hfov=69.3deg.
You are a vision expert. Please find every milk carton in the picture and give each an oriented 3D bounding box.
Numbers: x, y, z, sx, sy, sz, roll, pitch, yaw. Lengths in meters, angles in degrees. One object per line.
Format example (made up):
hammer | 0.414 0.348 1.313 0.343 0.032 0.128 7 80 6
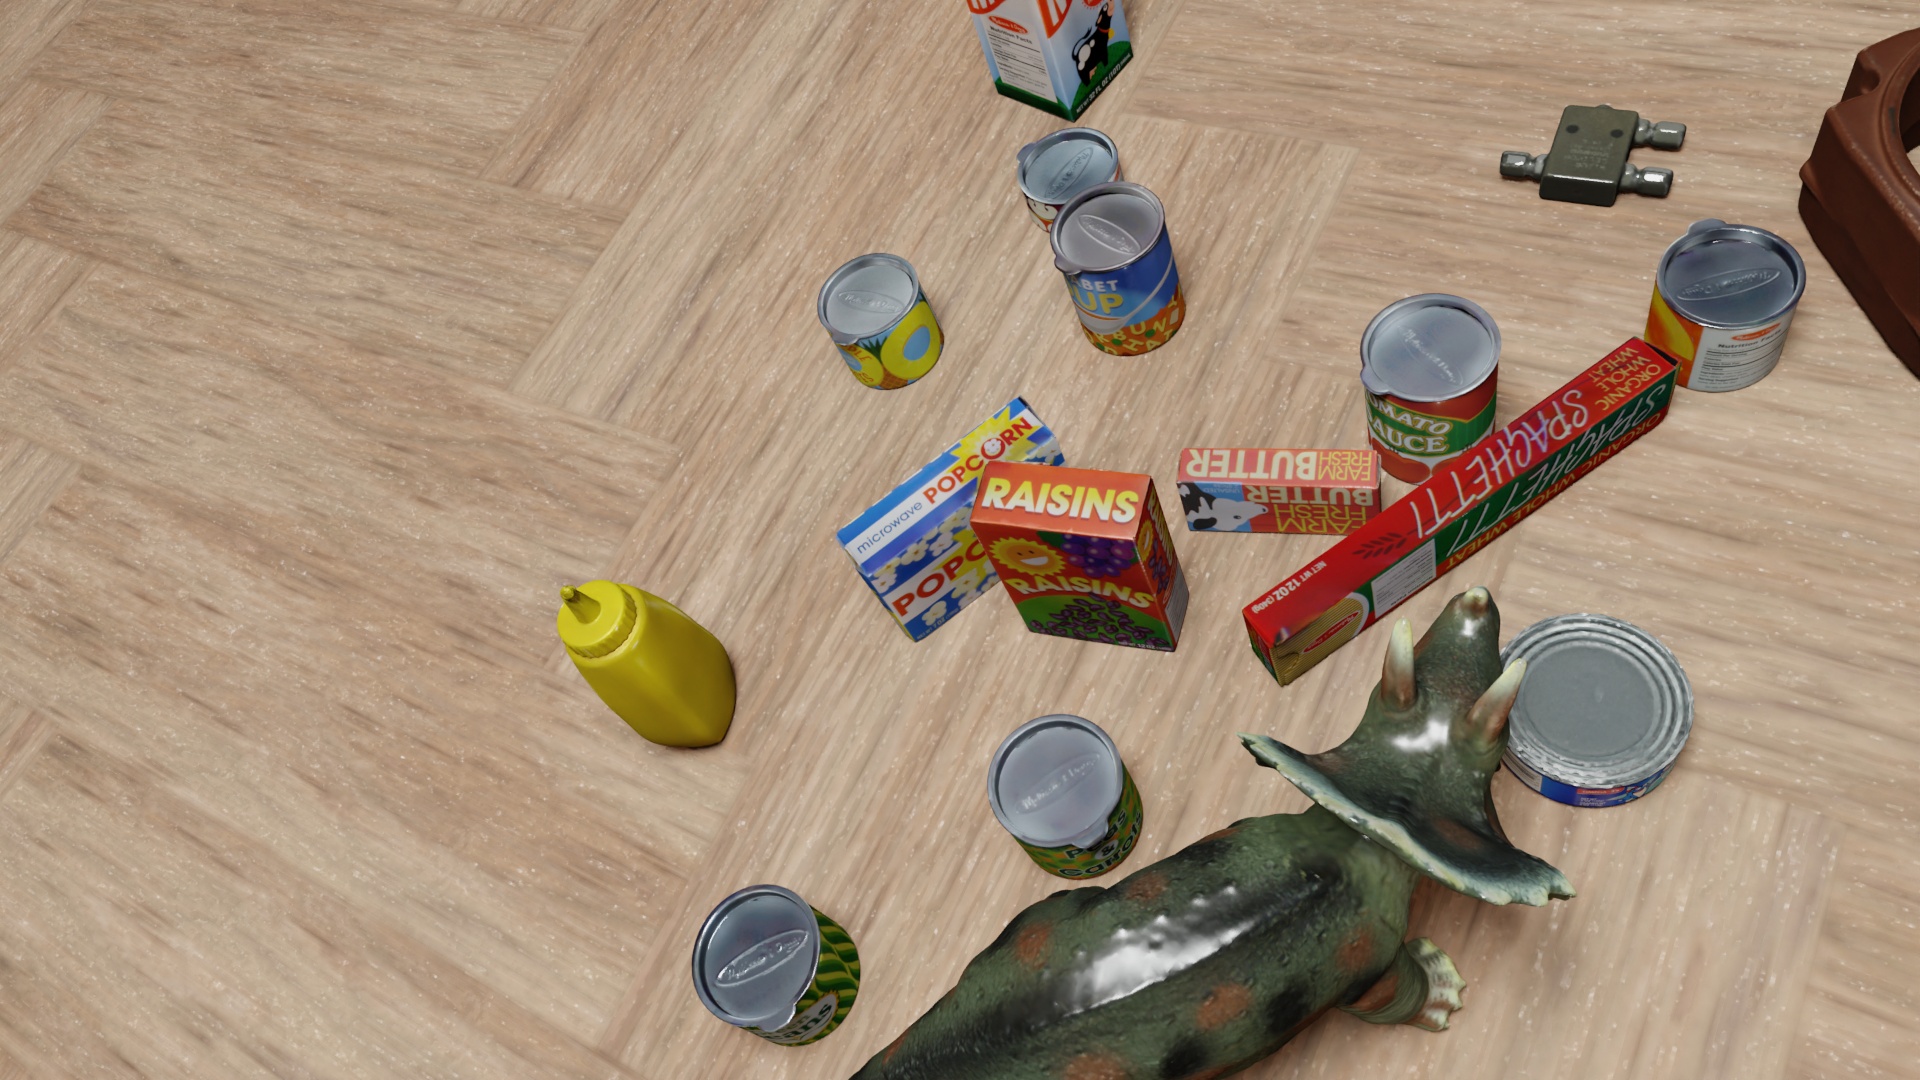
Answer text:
milk carton | 0.048 -0.373 0.900 0.073 0.190 0.072 32 75 31

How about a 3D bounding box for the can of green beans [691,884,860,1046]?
can of green beans | -0.089 0.209 0.679 0.071 0.057 0.071 -9 58 14

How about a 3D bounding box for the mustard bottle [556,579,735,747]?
mustard bottle | -0.171 0.058 0.735 0.049 0.159 0.065 -7 59 15

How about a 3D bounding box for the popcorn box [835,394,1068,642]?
popcorn box | 0.003 -0.010 0.762 0.127 0.085 0.038 -37 56 -5

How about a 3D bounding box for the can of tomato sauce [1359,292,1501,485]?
can of tomato sauce | 0.242 -0.075 0.720 0.071 0.082 0.071 -9 58 14

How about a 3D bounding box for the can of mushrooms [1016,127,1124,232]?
can of mushrooms | 0.071 -0.234 0.904 0.071 0.033 0.071 -8 58 14

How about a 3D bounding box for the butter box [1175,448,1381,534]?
butter box | 0.169 -0.026 0.734 0.103 0.053 0.024 2 62 20

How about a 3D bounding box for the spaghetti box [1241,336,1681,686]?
spaghetti box | 0.252 -0.015 0.701 0.250 0.050 0.029 -34 56 -3

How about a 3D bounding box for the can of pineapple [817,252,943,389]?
can of pineapple | -0.051 -0.136 0.872 0.071 0.057 0.071 -9 58 14

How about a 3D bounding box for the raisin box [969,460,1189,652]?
raisin box | 0.064 0.009 0.707 0.086 0.123 0.040 7 64 23

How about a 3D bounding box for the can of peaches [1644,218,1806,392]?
can of peaches | 0.389 -0.120 0.712 0.071 0.058 0.071 -9 58 14

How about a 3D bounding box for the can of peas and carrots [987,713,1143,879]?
can of peas and carrots | 0.054 0.128 0.678 0.071 0.058 0.071 -9 58 14

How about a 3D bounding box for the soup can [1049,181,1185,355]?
soup can | 0.092 -0.157 0.820 0.071 0.083 0.071 -9 58 14
